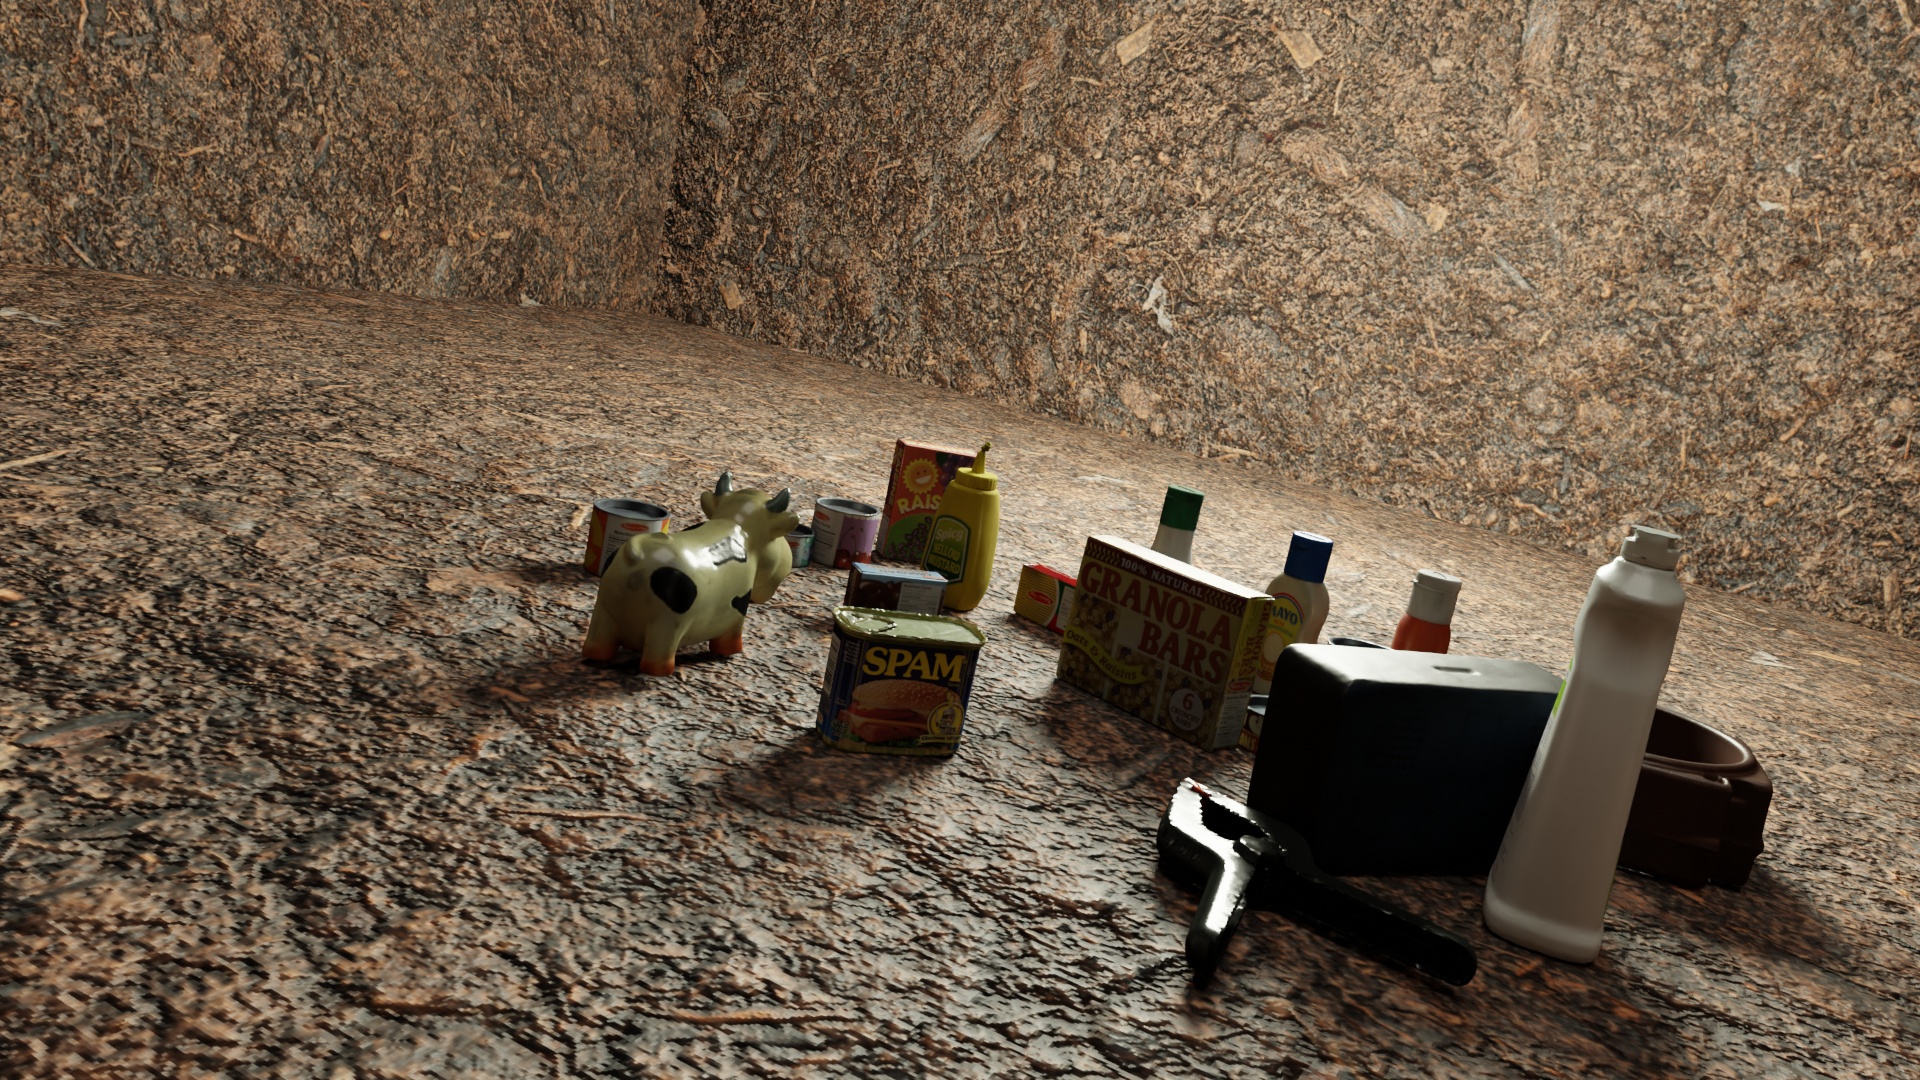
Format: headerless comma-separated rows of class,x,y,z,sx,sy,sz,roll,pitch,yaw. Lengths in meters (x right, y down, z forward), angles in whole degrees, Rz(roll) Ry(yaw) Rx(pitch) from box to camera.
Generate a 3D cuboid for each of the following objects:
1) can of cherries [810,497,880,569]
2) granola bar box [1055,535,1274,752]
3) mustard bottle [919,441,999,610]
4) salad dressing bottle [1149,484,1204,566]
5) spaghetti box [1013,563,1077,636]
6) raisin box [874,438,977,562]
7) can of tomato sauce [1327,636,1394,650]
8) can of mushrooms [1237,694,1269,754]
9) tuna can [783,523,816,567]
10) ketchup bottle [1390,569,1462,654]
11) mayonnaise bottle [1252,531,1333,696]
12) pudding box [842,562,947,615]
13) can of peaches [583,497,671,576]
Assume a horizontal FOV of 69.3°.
can of cherries,-0.116,-0.007,1.394,0.071,0.058,0.071,11,11,-2
granola bar box,0.157,0.078,1.101,0.039,0.124,0.166,1,16,-44
mustard bottle,0.005,-0.016,1.306,0.065,0.159,0.049,19,13,31
salad dressing bottle,0.205,0.021,1.360,0.044,0.147,0.064,6,13,-28
spaghetti box,0.144,0.081,1.253,0.029,0.050,0.250,1,16,-43
raisin box,-0.035,-0.039,1.467,0.086,0.123,0.040,8,12,-17
can of tomato sauce,0.321,0.127,1.130,0.071,0.083,0.071,11,11,-2
can of mushrooms,0.246,0.147,1.085,0.071,0.033,0.071,11,12,-2
tuna can,-0.176,0.001,1.357,0.071,0.032,0.071,11,12,-2
ketchup bottle,0.379,0.099,1.158,0.043,0.148,0.065,13,11,5
mayonnaise bottle,0.293,0.067,1.227,0.041,0.147,0.065,0,16,-46
pudding box,-0.057,0.049,1.206,0.084,0.049,0.030,7,12,-24
can of peaches,-0.287,-0.001,1.195,0.071,0.058,0.071,11,11,-2
